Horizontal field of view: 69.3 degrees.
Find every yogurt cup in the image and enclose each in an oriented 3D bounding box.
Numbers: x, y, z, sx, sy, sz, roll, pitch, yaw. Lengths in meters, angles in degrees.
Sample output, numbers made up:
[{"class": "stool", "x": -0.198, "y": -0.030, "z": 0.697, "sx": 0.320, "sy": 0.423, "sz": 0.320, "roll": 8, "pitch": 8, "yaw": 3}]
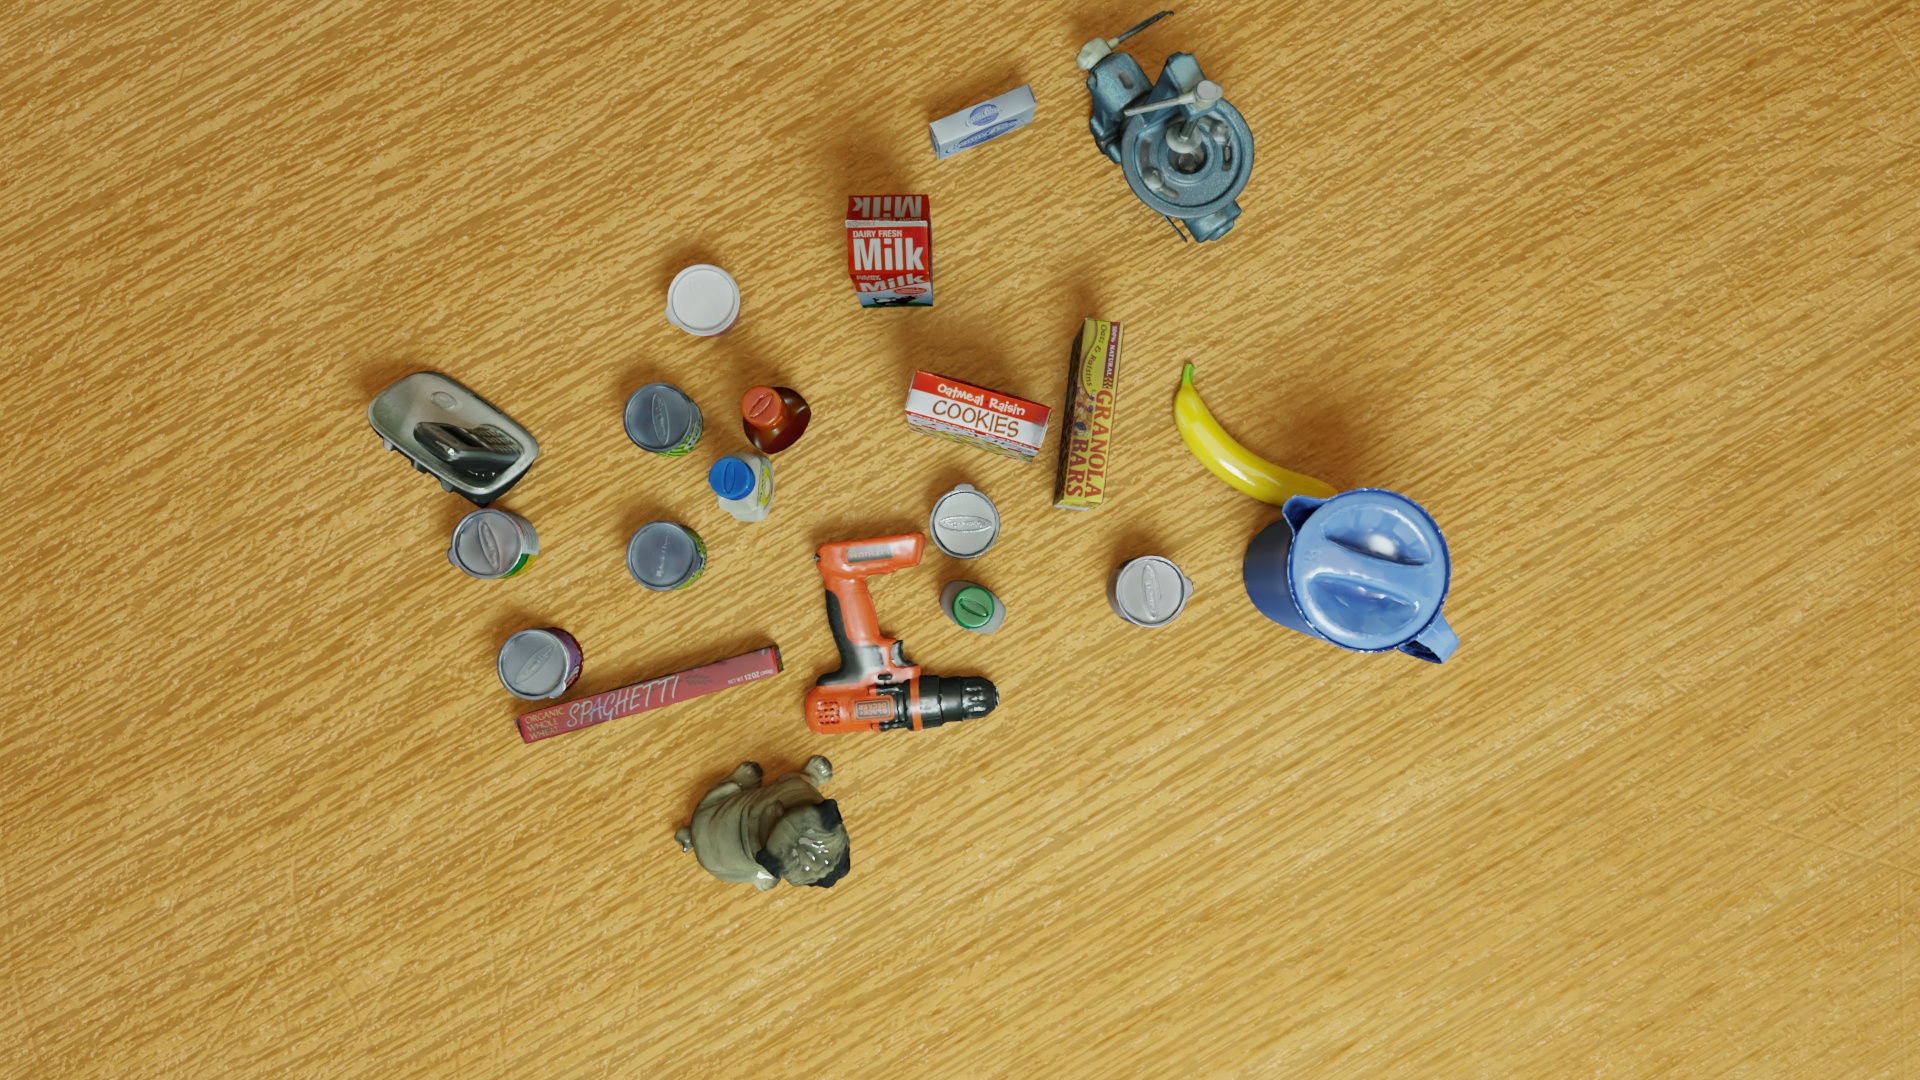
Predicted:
[{"class": "yogurt cup", "x": -0.242, "y": -0.225, "z": 1.328, "sx": 0.072, "sy": 0.054, "sz": 0.072, "roll": 0, "pitch": 88, "yaw": 0}]

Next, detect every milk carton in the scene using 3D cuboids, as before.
[{"class": "milk carton", "x": -0.062, "y": -0.265, "z": 1.263, "sx": 0.072, "sy": 0.190, "sz": 0.073, "roll": -1, "pitch": 88, "yaw": 0}]

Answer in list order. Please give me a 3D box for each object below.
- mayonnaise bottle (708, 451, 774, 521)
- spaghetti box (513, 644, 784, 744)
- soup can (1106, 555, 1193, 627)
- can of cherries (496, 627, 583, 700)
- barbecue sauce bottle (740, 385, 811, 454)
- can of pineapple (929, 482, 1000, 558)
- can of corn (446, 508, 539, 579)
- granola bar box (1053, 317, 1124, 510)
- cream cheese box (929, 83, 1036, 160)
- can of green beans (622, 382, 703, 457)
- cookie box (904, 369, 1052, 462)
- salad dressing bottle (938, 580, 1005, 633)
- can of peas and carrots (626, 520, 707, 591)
[{"class": "mayonnaise bottle", "x": -0.200, "y": -0.052, "z": 1.274, "sx": 0.041, "sy": 0.148, "sz": 0.064, "roll": 5, "pitch": 88, "yaw": 0}, {"class": "spaghetti box", "x": -0.292, "y": 0.145, "z": 1.314, "sx": 0.250, "sy": 0.050, "sz": 0.028, "roll": -15, "pitch": 88, "yaw": -1}, {"class": "soup can", "x": 0.177, "y": 0.048, "z": 1.305, "sx": 0.071, "sy": 0.084, "sz": 0.071, "roll": 0, "pitch": 88, "yaw": 0}, {"class": "can of cherries", "x": -0.394, "y": 0.117, "z": 1.310, "sx": 0.071, "sy": 0.058, "sz": 0.071, "roll": 0, "pitch": 88, "yaw": 0}, {"class": "barbecue sauce bottle", "x": -0.173, "y": -0.114, "z": 1.276, "sx": 0.043, "sy": 0.148, "sz": 0.065, "roll": 44, "pitch": 88, "yaw": 1}, {"class": "can of pineapple", "x": 0.005, "y": -0.017, "z": 1.319, "sx": 0.071, "sy": 0.058, "sz": 0.071, "roll": 0, "pitch": 88, "yaw": 0}, {"class": "can of corn", "x": -0.441, "y": 0.005, "z": 1.314, "sx": 0.071, "sy": 0.058, "sz": 0.071, "roll": 0, "pitch": 88, "yaw": 0}, {"class": "granola bar box", "x": 0.119, "y": -0.113, "z": 1.291, "sx": 0.039, "sy": 0.124, "sz": 0.165, "roll": 7, "pitch": 88, "yaw": 0}, {"class": "cream cheese box", "x": 0.021, "y": -0.402, "z": 1.338, "sx": 0.104, "sy": 0.053, "sz": 0.024, "roll": -23, "pitch": 88, "yaw": -1}, {"class": "can of green beans", "x": -0.281, "y": -0.113, "z": 1.321, "sx": 0.071, "sy": 0.058, "sz": 0.071, "roll": 0, "pitch": 88, "yaw": 0}, {"class": "cookie box", "x": 0.015, "y": -0.111, "z": 1.269, "sx": 0.123, "sy": 0.167, "sz": 0.040, "roll": 15, "pitch": 88, "yaw": 0}, {"class": "salad dressing bottle", "x": 0.011, "y": 0.061, "z": 1.271, "sx": 0.064, "sy": 0.147, "sz": 0.044, "roll": 28, "pitch": 88, "yaw": 1}, {"class": "can of peas and carrots", "x": -0.275, "y": 0.015, "z": 1.315, "sx": 0.071, "sy": 0.058, "sz": 0.071, "roll": 0, "pitch": 88, "yaw": 0}]
